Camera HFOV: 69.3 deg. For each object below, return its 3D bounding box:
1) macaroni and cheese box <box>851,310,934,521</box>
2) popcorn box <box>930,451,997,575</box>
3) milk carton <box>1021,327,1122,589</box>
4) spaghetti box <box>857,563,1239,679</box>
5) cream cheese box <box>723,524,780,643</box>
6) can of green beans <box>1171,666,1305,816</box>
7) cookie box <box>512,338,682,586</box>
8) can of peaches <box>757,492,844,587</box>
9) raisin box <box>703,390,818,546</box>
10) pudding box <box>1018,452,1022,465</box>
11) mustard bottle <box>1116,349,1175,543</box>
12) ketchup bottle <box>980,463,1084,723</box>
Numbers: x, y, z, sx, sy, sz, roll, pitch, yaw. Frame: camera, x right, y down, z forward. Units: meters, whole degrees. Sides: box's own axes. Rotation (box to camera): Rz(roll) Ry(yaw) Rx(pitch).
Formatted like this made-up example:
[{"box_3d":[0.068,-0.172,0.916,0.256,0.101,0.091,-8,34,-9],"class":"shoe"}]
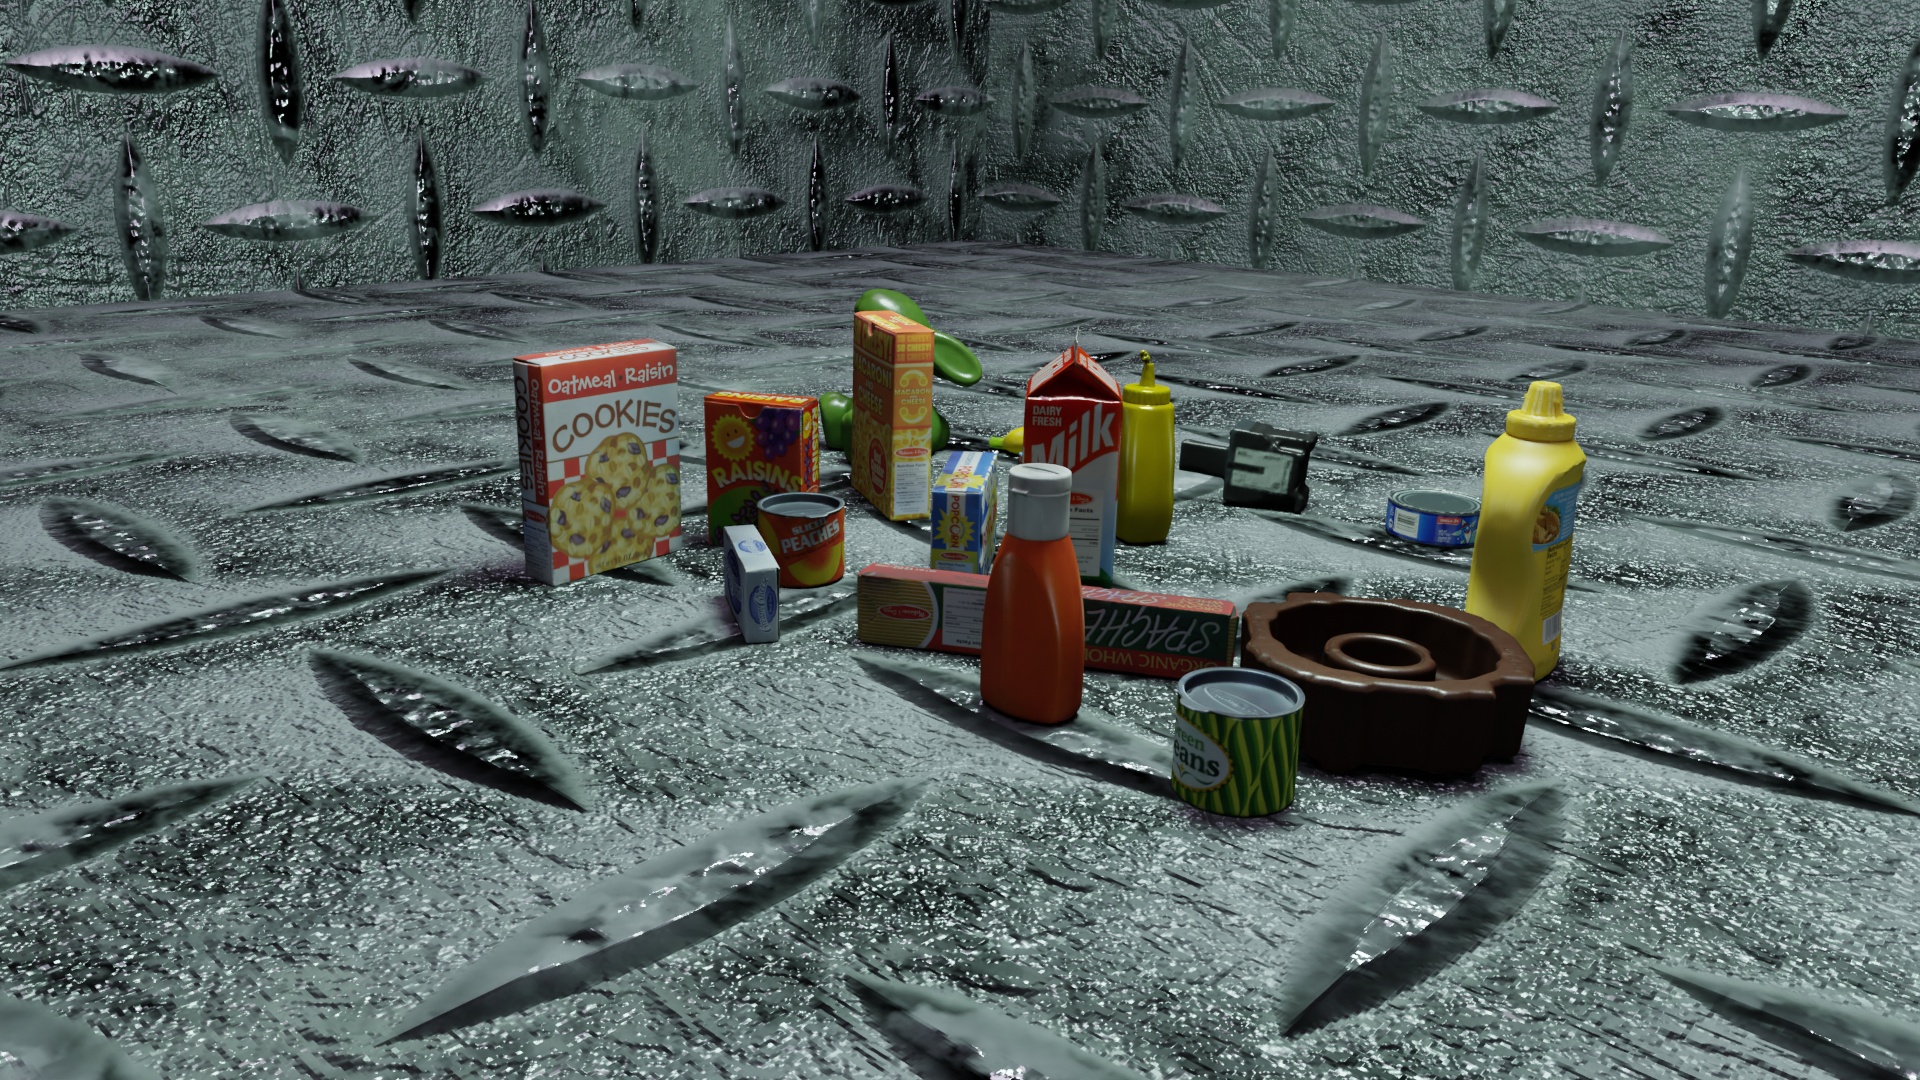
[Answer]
[{"box_3d":[-0.063,-0.114,1.245,0.040,0.165,0.124,-5,18,-20],"class":"macaroni and cheese box"},{"box_3d":[0.004,-0.013,1.063,0.038,0.085,0.127,3,17,6],"class":"popcorn box"},{"box_3d":[0.083,-0.061,1.045,0.073,0.189,0.072,3,17,3],"class":"milk carton"},{"box_3d":[0.055,0.054,0.911,0.250,0.050,0.029,6,17,13],"class":"spaghetti box"},{"box_3d":[-0.146,0.029,0.966,0.024,0.053,0.104,-4,18,-17],"class":"cream cheese box"},{"box_3d":[0.146,0.106,0.738,0.071,0.057,0.071,2,17,0],"class":"can of green beans"},{"box_3d":[-0.274,-0.063,1.058,0.040,0.166,0.123,15,21,37],"class":"cookie box"},{"box_3d":[-0.120,0.000,1.055,0.071,0.058,0.071,2,17,0],"class":"can of peaches"},{"box_3d":[-0.160,-0.055,1.118,0.086,0.123,0.040,6,17,15],"class":"raisin box"},{"box_3d":[0.082,-0.049,1.244,0.030,0.049,0.084,-6,19,-24],"class":"pudding box"},{"box_3d":[0.154,-0.080,1.164,0.049,0.159,0.065,-2,17,-12],"class":"mustard bottle"},{"box_3d":[0.044,0.030,0.819,0.065,0.148,0.044,15,21,38],"class":"ketchup bottle"}]
